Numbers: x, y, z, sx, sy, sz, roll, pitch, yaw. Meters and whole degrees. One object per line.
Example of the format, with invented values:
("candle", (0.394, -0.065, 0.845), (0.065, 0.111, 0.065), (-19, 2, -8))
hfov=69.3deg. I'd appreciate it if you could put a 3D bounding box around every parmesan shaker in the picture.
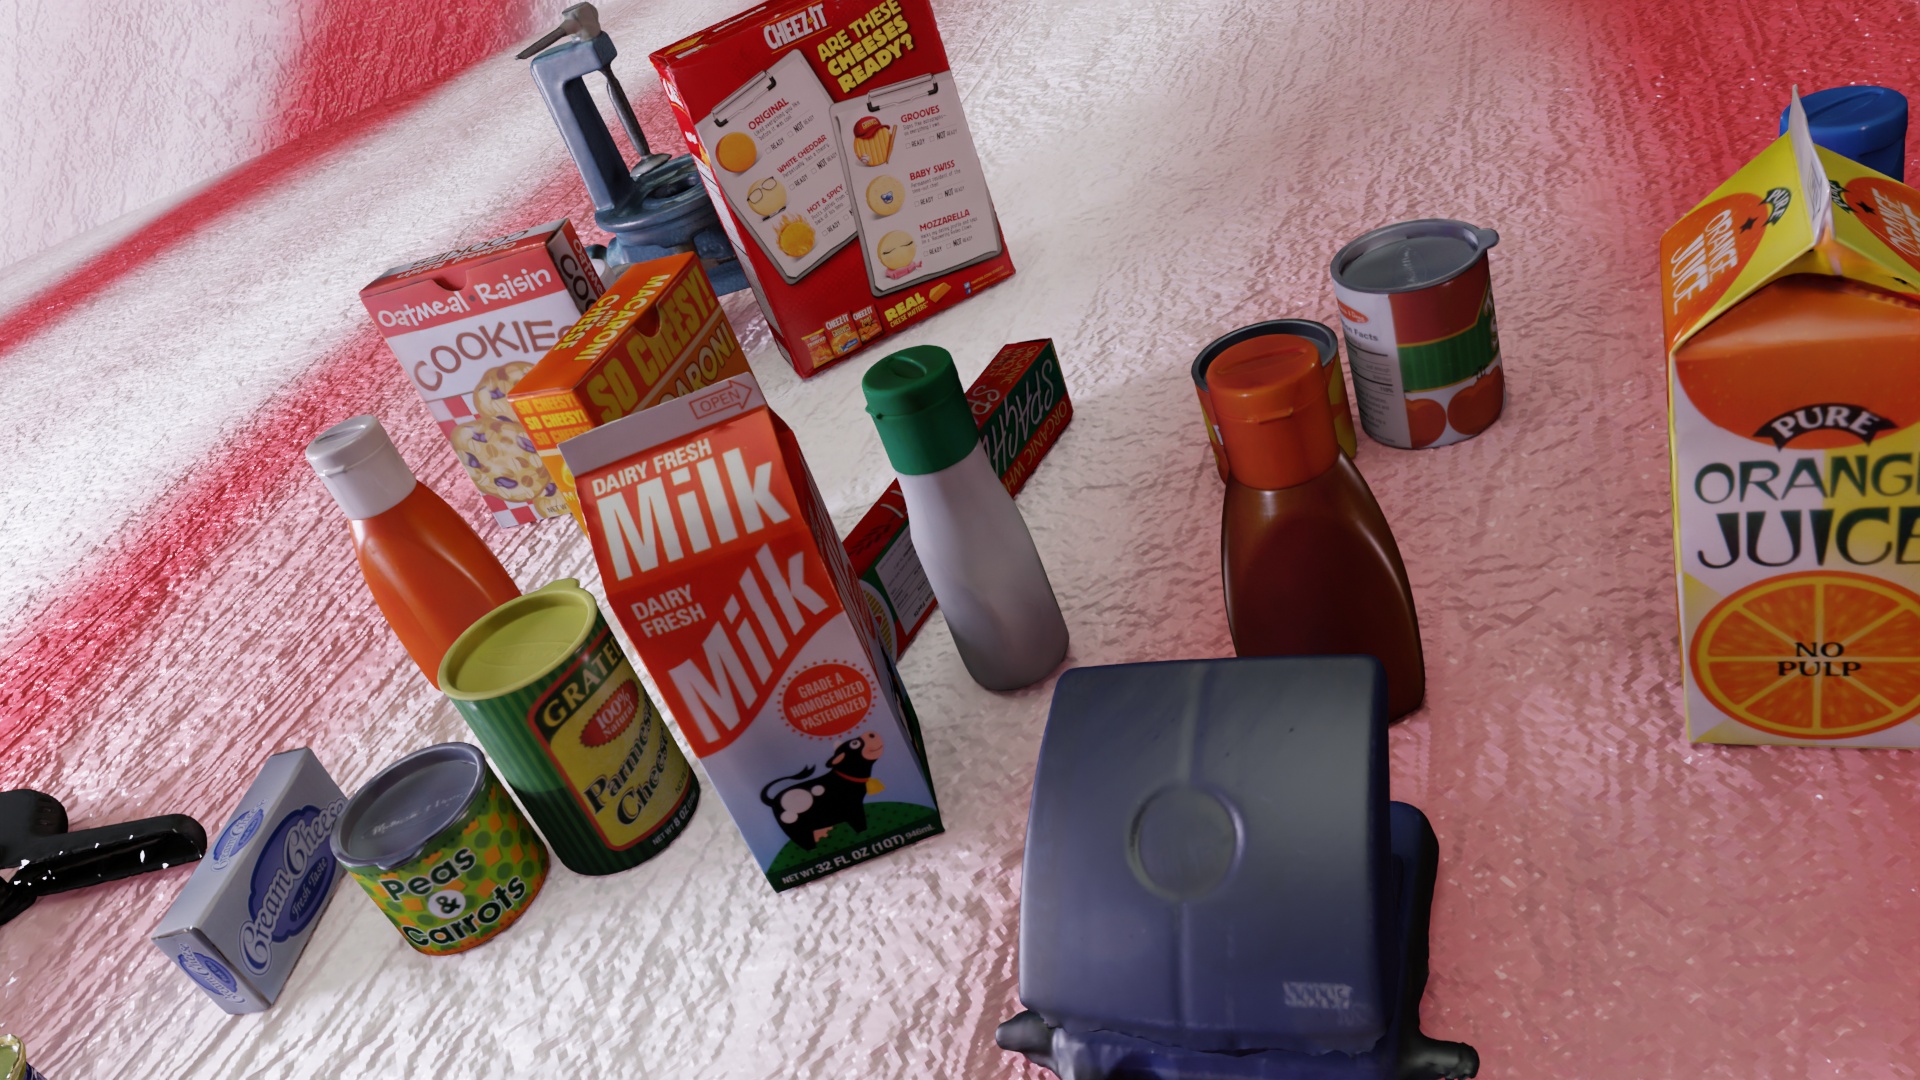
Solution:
("parmesan shaker", (-0.155, 0.077, 0.568), (0.071, 0.102, 0.072), (-15, 33, 10))

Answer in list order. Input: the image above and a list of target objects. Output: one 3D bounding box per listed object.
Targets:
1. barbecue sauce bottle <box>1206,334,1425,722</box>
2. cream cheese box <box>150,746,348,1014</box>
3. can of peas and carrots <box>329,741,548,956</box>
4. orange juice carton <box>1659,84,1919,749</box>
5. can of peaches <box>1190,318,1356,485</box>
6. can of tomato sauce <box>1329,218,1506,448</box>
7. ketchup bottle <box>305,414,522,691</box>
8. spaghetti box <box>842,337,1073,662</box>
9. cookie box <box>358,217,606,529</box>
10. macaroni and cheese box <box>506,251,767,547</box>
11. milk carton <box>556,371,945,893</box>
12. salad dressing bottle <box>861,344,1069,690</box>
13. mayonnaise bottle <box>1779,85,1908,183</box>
("barbecue sauce bottle", (0.118, 0.002, 0.479), (0.065, 0.148, 0.044), (-13, 33, 13))
("cream cheese box", (-0.296, 0.144, 0.596), (0.024, 0.053, 0.104), (-13, 33, 13))
("can of peas and carrots", (-0.211, 0.127, 0.567), (0.071, 0.058, 0.071), (-15, 33, 10))
("orange juice carton", (0.249, -0.031, 0.409), (0.073, 0.191, 0.072), (-3, 37, 27))
("can of peaches", (0.144, -0.059, 0.638), (0.071, 0.057, 0.071), (-15, 33, 10))
("can of tomato sauce", (0.210, -0.094, 0.627), (0.071, 0.082, 0.071), (-15, 33, 10))
("ketchup bottle", (-0.269, 0.009, 0.692), (0.064, 0.148, 0.044), (-14, 33, 12))
("spaghetti box", (-0.012, -0.012, 0.665), (0.028, 0.050, 0.251), (3, 39, 33))
("cookie box", (-0.251, -0.093, 0.814), (0.123, 0.166, 0.040), (-12, 33, 15))
("macaroni and cheese box", (-0.129, -0.033, 0.657), (0.040, 0.165, 0.124), (-6, 35, 24))
("milk carton", (-0.072, 0.031, 0.506), (0.072, 0.189, 0.074), (-21, 32, 1))
("salad dressing bottle", (0.002, -0.007, 0.559), (0.044, 0.147, 0.064), (-32, 33, -16))
("mayonnaise bottle", (0.312, -0.084, 0.494), (0.065, 0.147, 0.041), (-24, 32, -3))
